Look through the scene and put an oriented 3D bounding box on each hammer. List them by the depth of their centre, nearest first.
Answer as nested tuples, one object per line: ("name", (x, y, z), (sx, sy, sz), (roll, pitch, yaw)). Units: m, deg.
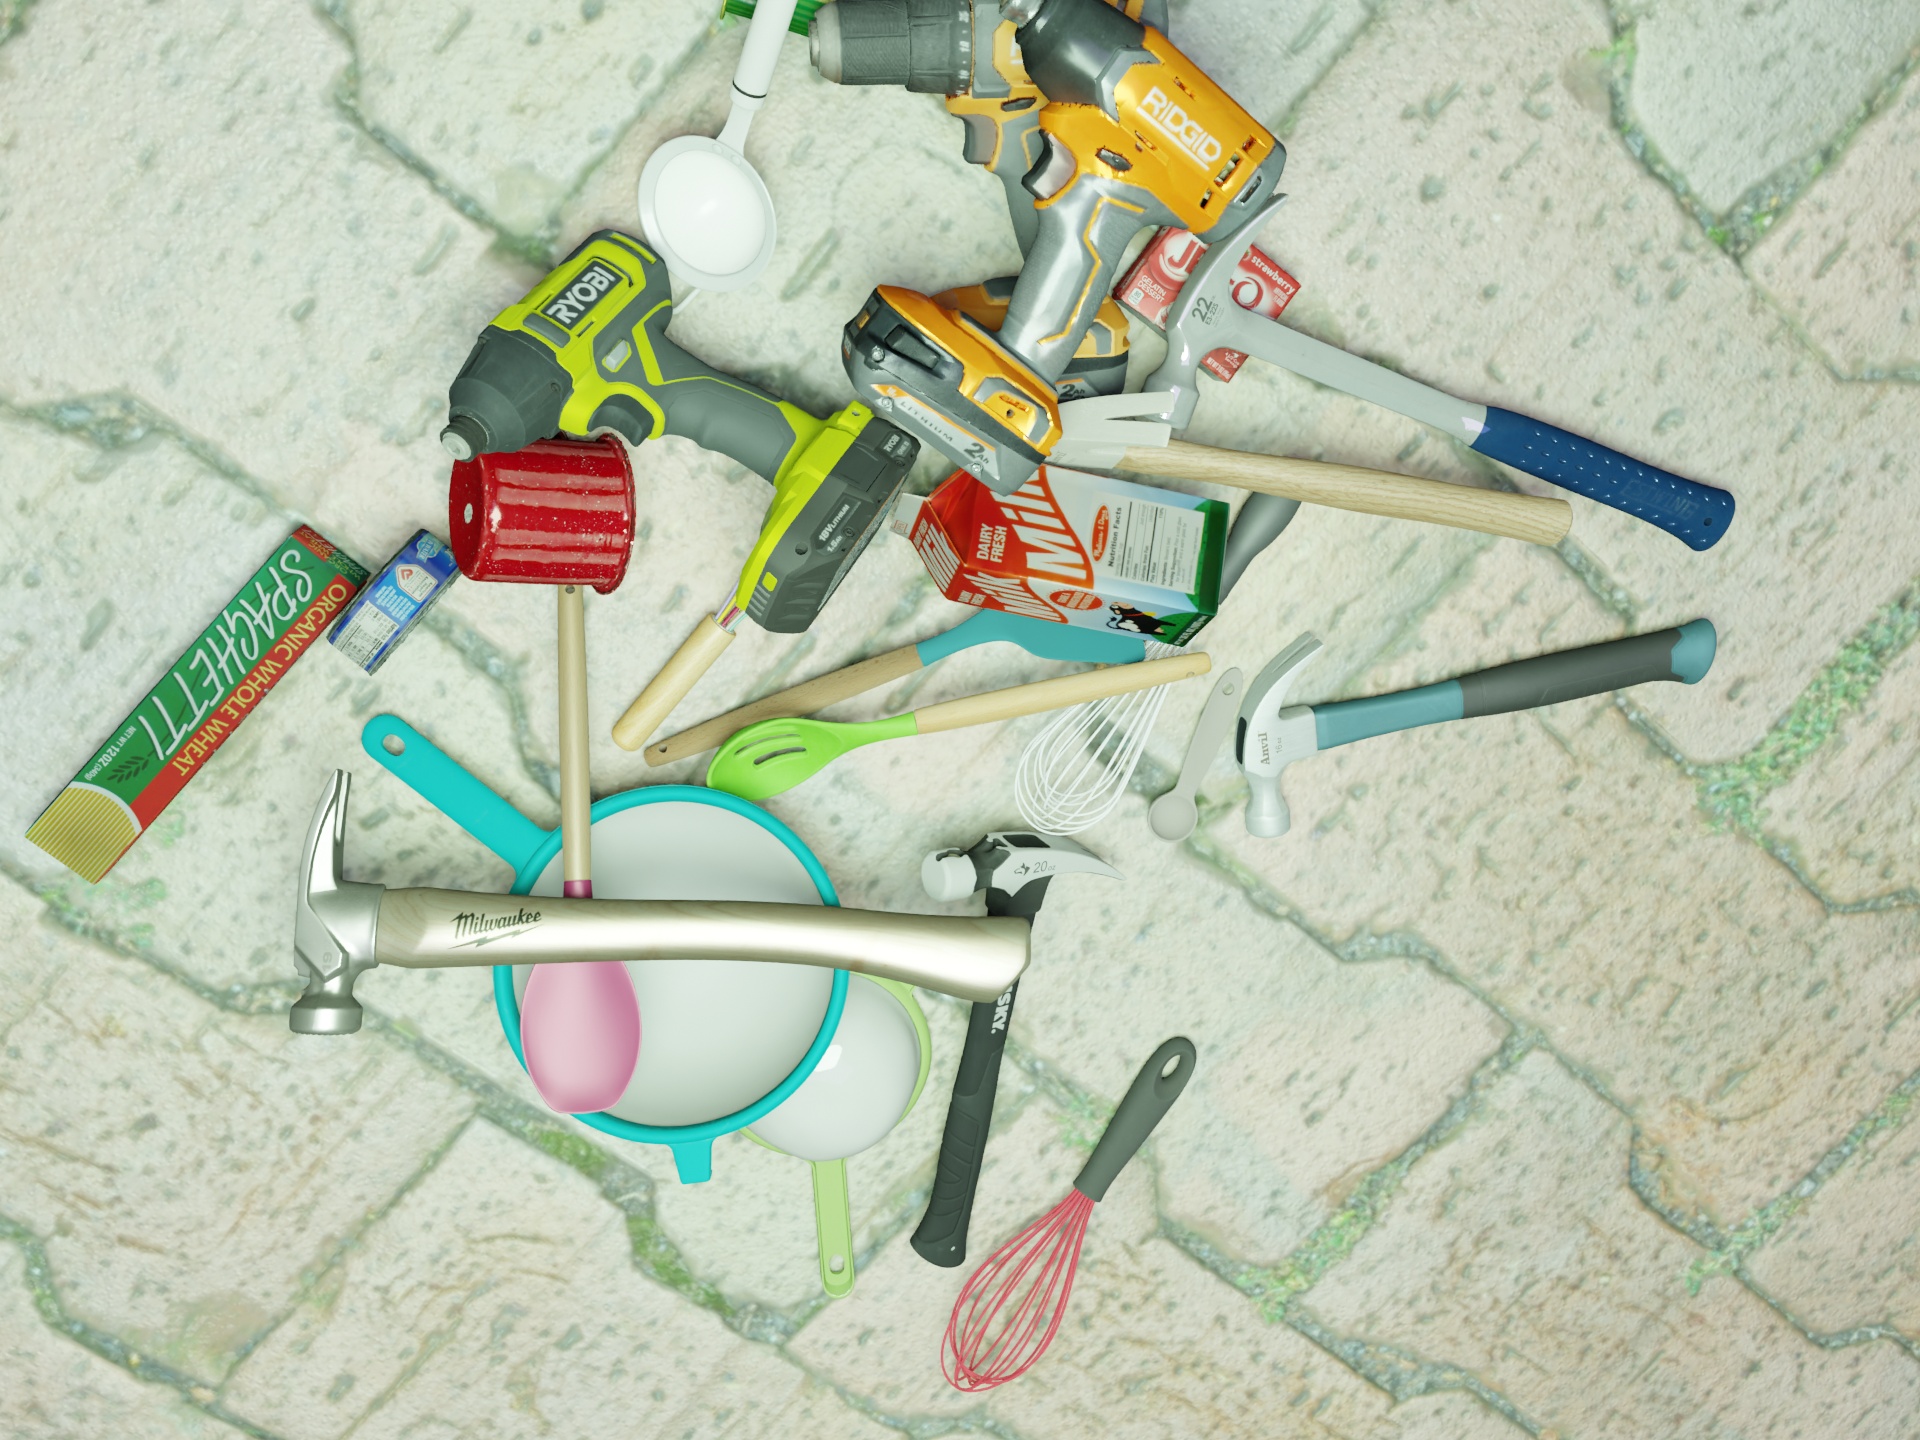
("hammer", (-0.163, 0.111, 0.910), (0.410, 0.038, 0.146), (3, 84, -8))
("hammer", (0.204, -0.142, 0.937), (0.331, 0.130, 0.031), (8, 83, -10))
("hammer", (0.311, -0.191, 0.978), (0.405, 0.035, 0.144), (16, 105, -18))
("hammer", (0.342, -0.016, 1.056), (0.331, 0.033, 0.128), (-12, 109, -5))
("hammer", (0.018, 0.226, 1.060), (0.146, 0.035, 0.334), (-6, 117, -35))

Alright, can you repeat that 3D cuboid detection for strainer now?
("strainer", (-0.112, -0.325, 0.842), (0.087, 0.050, 0.258), (33, 136, 1))
("strainer", (-0.222, 0.109, 0.986), (0.340, 0.095, 0.211), (37, 85, 4))
("strainer", (-0.088, 0.286, 1.060), (0.151, 0.069, 0.256), (-5, 106, -7))

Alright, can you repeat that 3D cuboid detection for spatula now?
("spatula", (-0.046, -0.026, 0.988), (0.317, 0.044, 0.082), (-20, 71, 6))

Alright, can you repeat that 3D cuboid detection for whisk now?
("whisk", (-0.127, -0.073, 0.964), (0.051, 0.047, 0.245), (41, 101, -5))
("whisk", (0.132, -0.046, 1.005), (0.070, 0.070, 0.284), (36, 93, -17))
("whisk", (0.078, 0.346, 1.113), (0.073, 0.073, 0.296), (32, 93, -16))

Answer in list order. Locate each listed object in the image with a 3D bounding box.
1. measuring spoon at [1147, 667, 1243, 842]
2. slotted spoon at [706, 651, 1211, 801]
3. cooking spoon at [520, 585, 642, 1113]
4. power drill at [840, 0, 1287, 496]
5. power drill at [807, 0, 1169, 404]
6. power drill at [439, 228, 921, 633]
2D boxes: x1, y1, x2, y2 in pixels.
("measuring spoon", (0.156, 0.022, 1.051), (0.034, 0.018, 0.124), (22, 95, -14))
("slotted spoon", (-0.002, -0.003, 0.969), (0.314, 0.031, 0.070), (-12, 144, 0))
("cooking spoon", (-0.225, 0.068, 0.932), (0.068, 0.017, 0.319), (-2, 85, -8))
("power drill", (0.036, -0.248, 0.810), (0.164, 0.084, 0.226), (33, 105, -23))
("power drill", (0.013, -0.288, 0.870), (0.185, 0.084, 0.226), (-4, 124, -8))
("power drill", (-0.150, -0.151, 0.854), (0.223, 0.171, 0.080), (32, 144, -2))
